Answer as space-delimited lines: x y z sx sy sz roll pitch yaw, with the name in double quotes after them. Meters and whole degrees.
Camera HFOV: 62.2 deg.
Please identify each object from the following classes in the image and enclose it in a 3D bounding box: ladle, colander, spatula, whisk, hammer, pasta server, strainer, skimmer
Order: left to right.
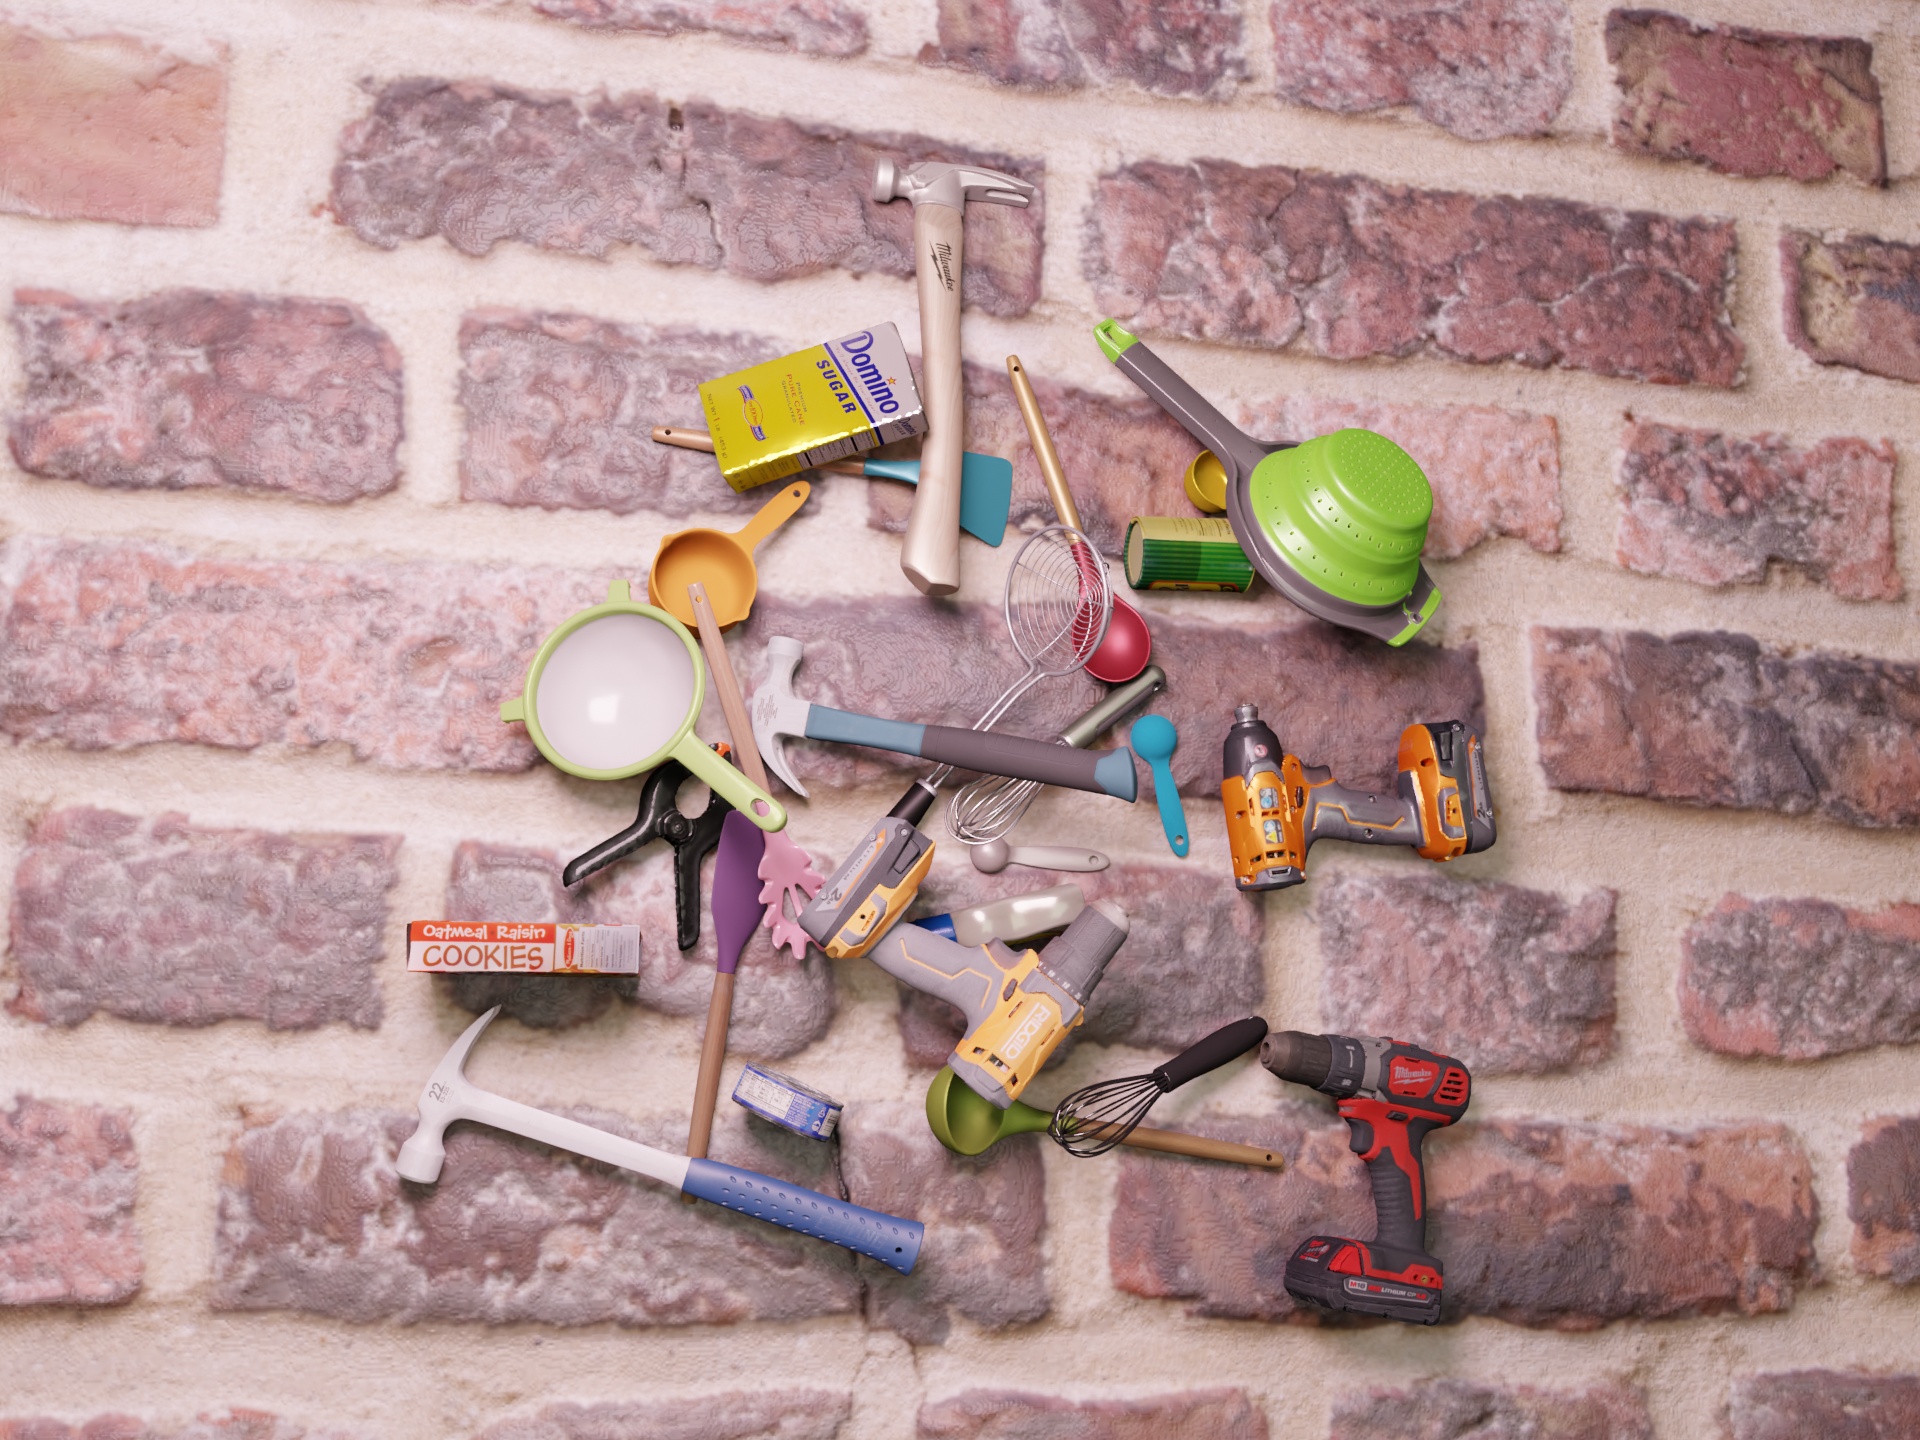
-0.232 0.014 1.279 0.256 0.069 0.151 37 81 16 "strainer"
-0.223 0.346 1.247 0.405 0.035 0.144 19 83 -4 "hammer"
-0.193 0.231 1.295 0.059 0.018 0.316 16 78 -39 "spatula"
-0.168 0.040 1.295 0.060 0.040 0.316 -18 97 -8 "pasta server"
-0.110 -0.221 1.389 0.317 0.044 0.082 9 79 -4 "spatula"
-0.016 0.018 1.297 0.331 0.033 0.128 10 82 15 "hammer"
-0.007 -0.304 1.387 0.146 0.038 0.411 3 72 -11 "hammer"
-0.002 -0.004 1.336 0.363 0.127 0.090 -49 135 -9 "skimmer"
0.086 0.027 1.372 0.246 0.057 0.059 -37 60 -18 "whisk"
0.095 -0.181 1.417 0.069 0.031 0.315 -18 82 -5 "ladle"
0.124 0.341 1.321 0.320 0.062 0.078 12 70 -11 "ladle"
0.169 0.297 1.316 0.239 0.055 0.055 -20 85 -32 "whisk"
0.283 -0.242 1.396 0.397 0.094 0.204 44 49 6 "colander"

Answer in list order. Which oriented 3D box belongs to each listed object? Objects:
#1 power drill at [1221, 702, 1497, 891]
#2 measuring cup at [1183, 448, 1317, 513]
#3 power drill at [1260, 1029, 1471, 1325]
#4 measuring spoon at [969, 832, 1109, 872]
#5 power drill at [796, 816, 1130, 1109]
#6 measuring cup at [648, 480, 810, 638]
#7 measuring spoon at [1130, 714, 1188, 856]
0.340 0.057 1.397 0.226 0.084 0.164 -6 81 -8 "power drill"
0.275 -0.212 1.461 0.156 0.029 0.062 3 72 -22 "measuring cup"
0.330 0.376 1.338 0.187 0.080 0.227 14 75 -14 "power drill"
0.070 0.116 1.366 0.124 0.018 0.034 5 80 -10 "measuring spoon"
0.007 0.169 1.261 0.226 0.084 0.185 40 84 0 "power drill"
-0.191 -0.140 1.347 0.095 0.052 0.174 44 65 -3 "measuring cup"
0.182 0.056 1.395 0.042 0.021 0.129 -11 82 -12 "measuring spoon"
